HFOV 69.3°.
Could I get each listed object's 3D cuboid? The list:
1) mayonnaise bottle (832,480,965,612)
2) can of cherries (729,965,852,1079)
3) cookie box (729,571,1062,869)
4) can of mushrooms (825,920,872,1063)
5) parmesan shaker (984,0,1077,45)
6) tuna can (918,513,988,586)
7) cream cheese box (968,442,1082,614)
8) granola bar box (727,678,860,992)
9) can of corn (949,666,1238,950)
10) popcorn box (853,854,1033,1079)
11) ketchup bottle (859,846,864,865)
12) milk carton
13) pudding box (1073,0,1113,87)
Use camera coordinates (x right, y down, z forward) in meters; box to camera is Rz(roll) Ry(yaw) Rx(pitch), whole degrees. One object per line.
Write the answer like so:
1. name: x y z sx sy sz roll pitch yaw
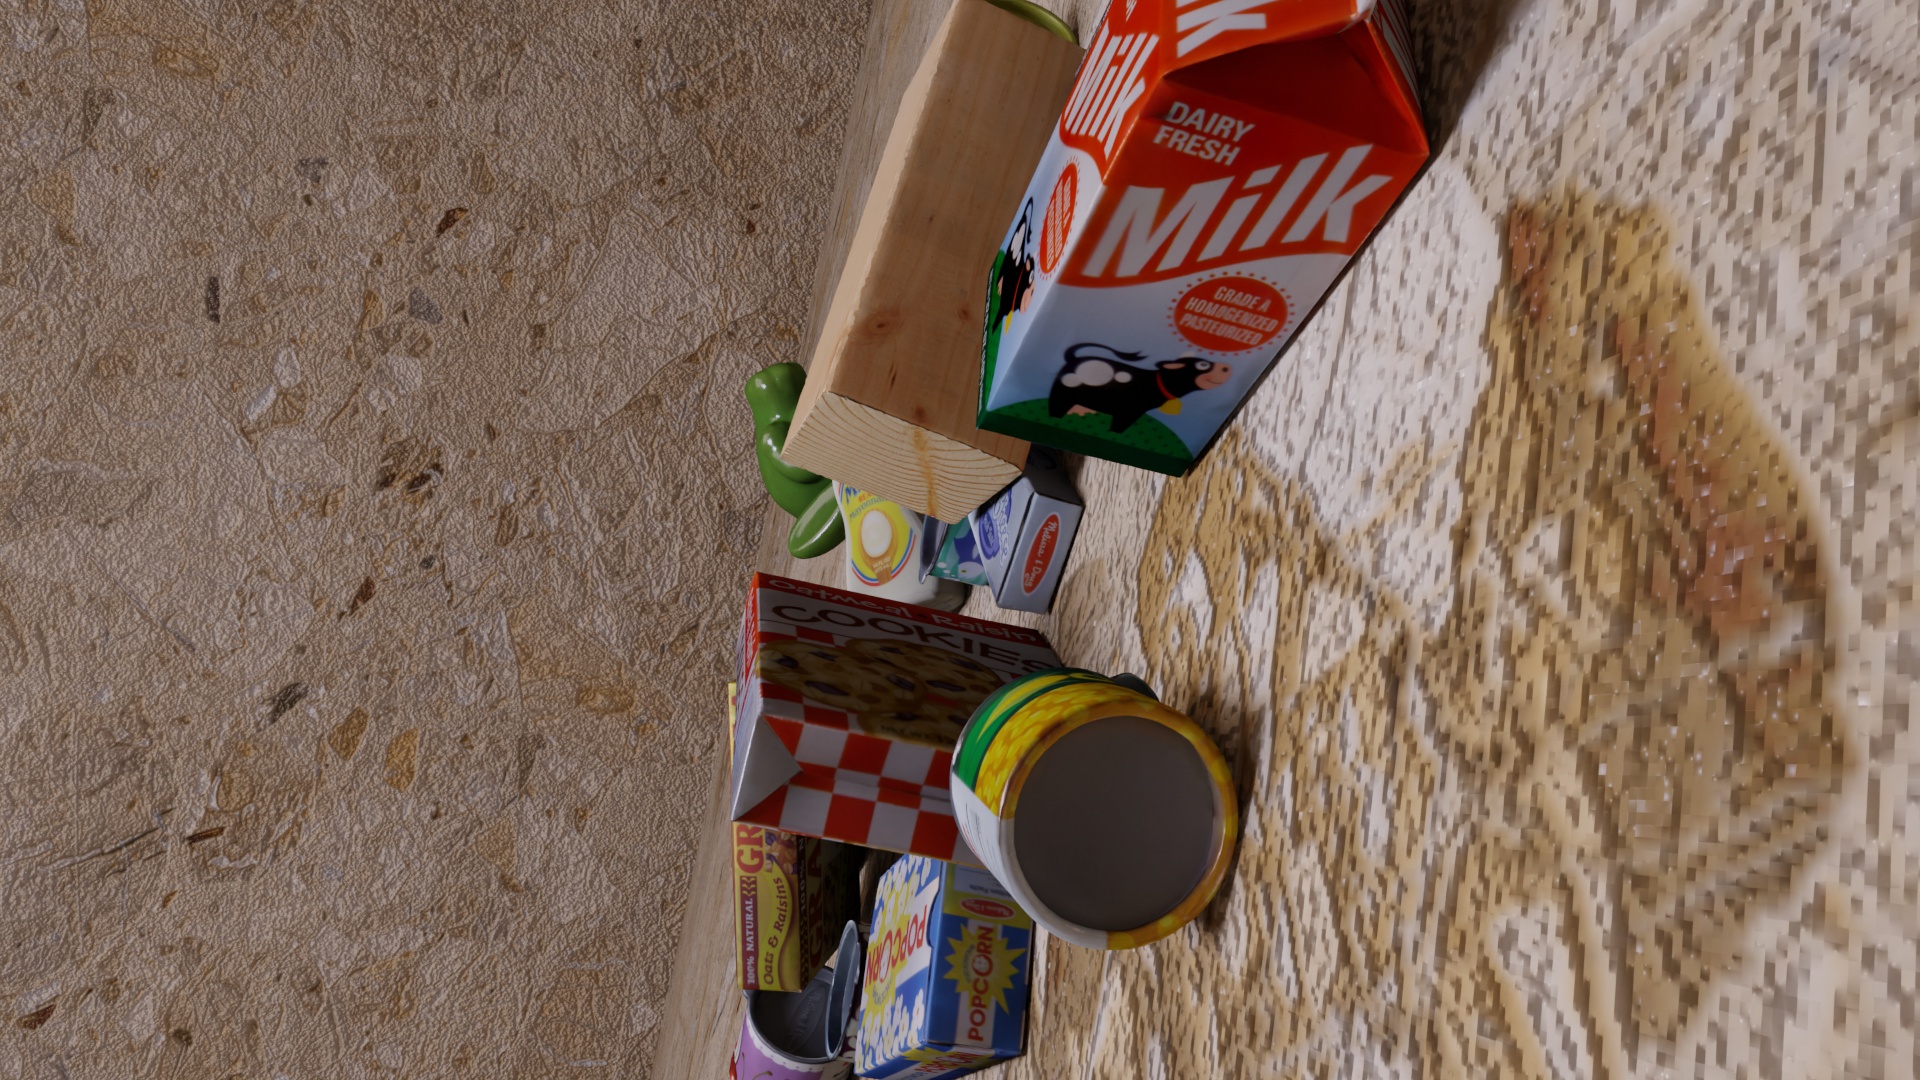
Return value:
1. mayonnaise bottle: -0.042 -0.025 0.774 0.064 0.041 0.148 -26 65 27
2. can of cherries: -0.092 0.276 0.766 0.072 0.071 0.058 -95 20 -57
3. cookie box: -0.018 0.062 0.500 0.168 0.123 0.040 -122 47 -74
4. can of mushrooms: -0.043 0.221 0.679 0.071 0.033 0.071 -165 88 -79
5. parmesan shaker: 0.018 -0.251 0.800 0.102 0.071 0.072 114 164 -47
6. tuna can: 0.003 -0.009 0.705 0.071 0.033 0.071 -166 88 -79
7. cream cheese box: 0.026 -0.013 0.615 0.104 0.024 0.053 -105 31 -66
8. granola bar box: -0.092 0.151 0.780 0.124 0.039 0.165 -12 -80 -79
9. can of corn: 0.037 0.069 0.379 0.058 0.071 0.071 -171 93 -78
10. popcorn box: -0.008 0.166 0.555 0.126 0.038 0.085 122 159 -60
11. ketchup bottle: -0.078 0.142 0.911 0.064 0.043 0.149 113 165 -53
12. milk carton: 0.067 -0.103 0.388 0.189 0.073 0.073 119 160 -54
13. pudding box: 0.073 -0.201 0.574 0.083 0.030 0.050 122 157 -60
